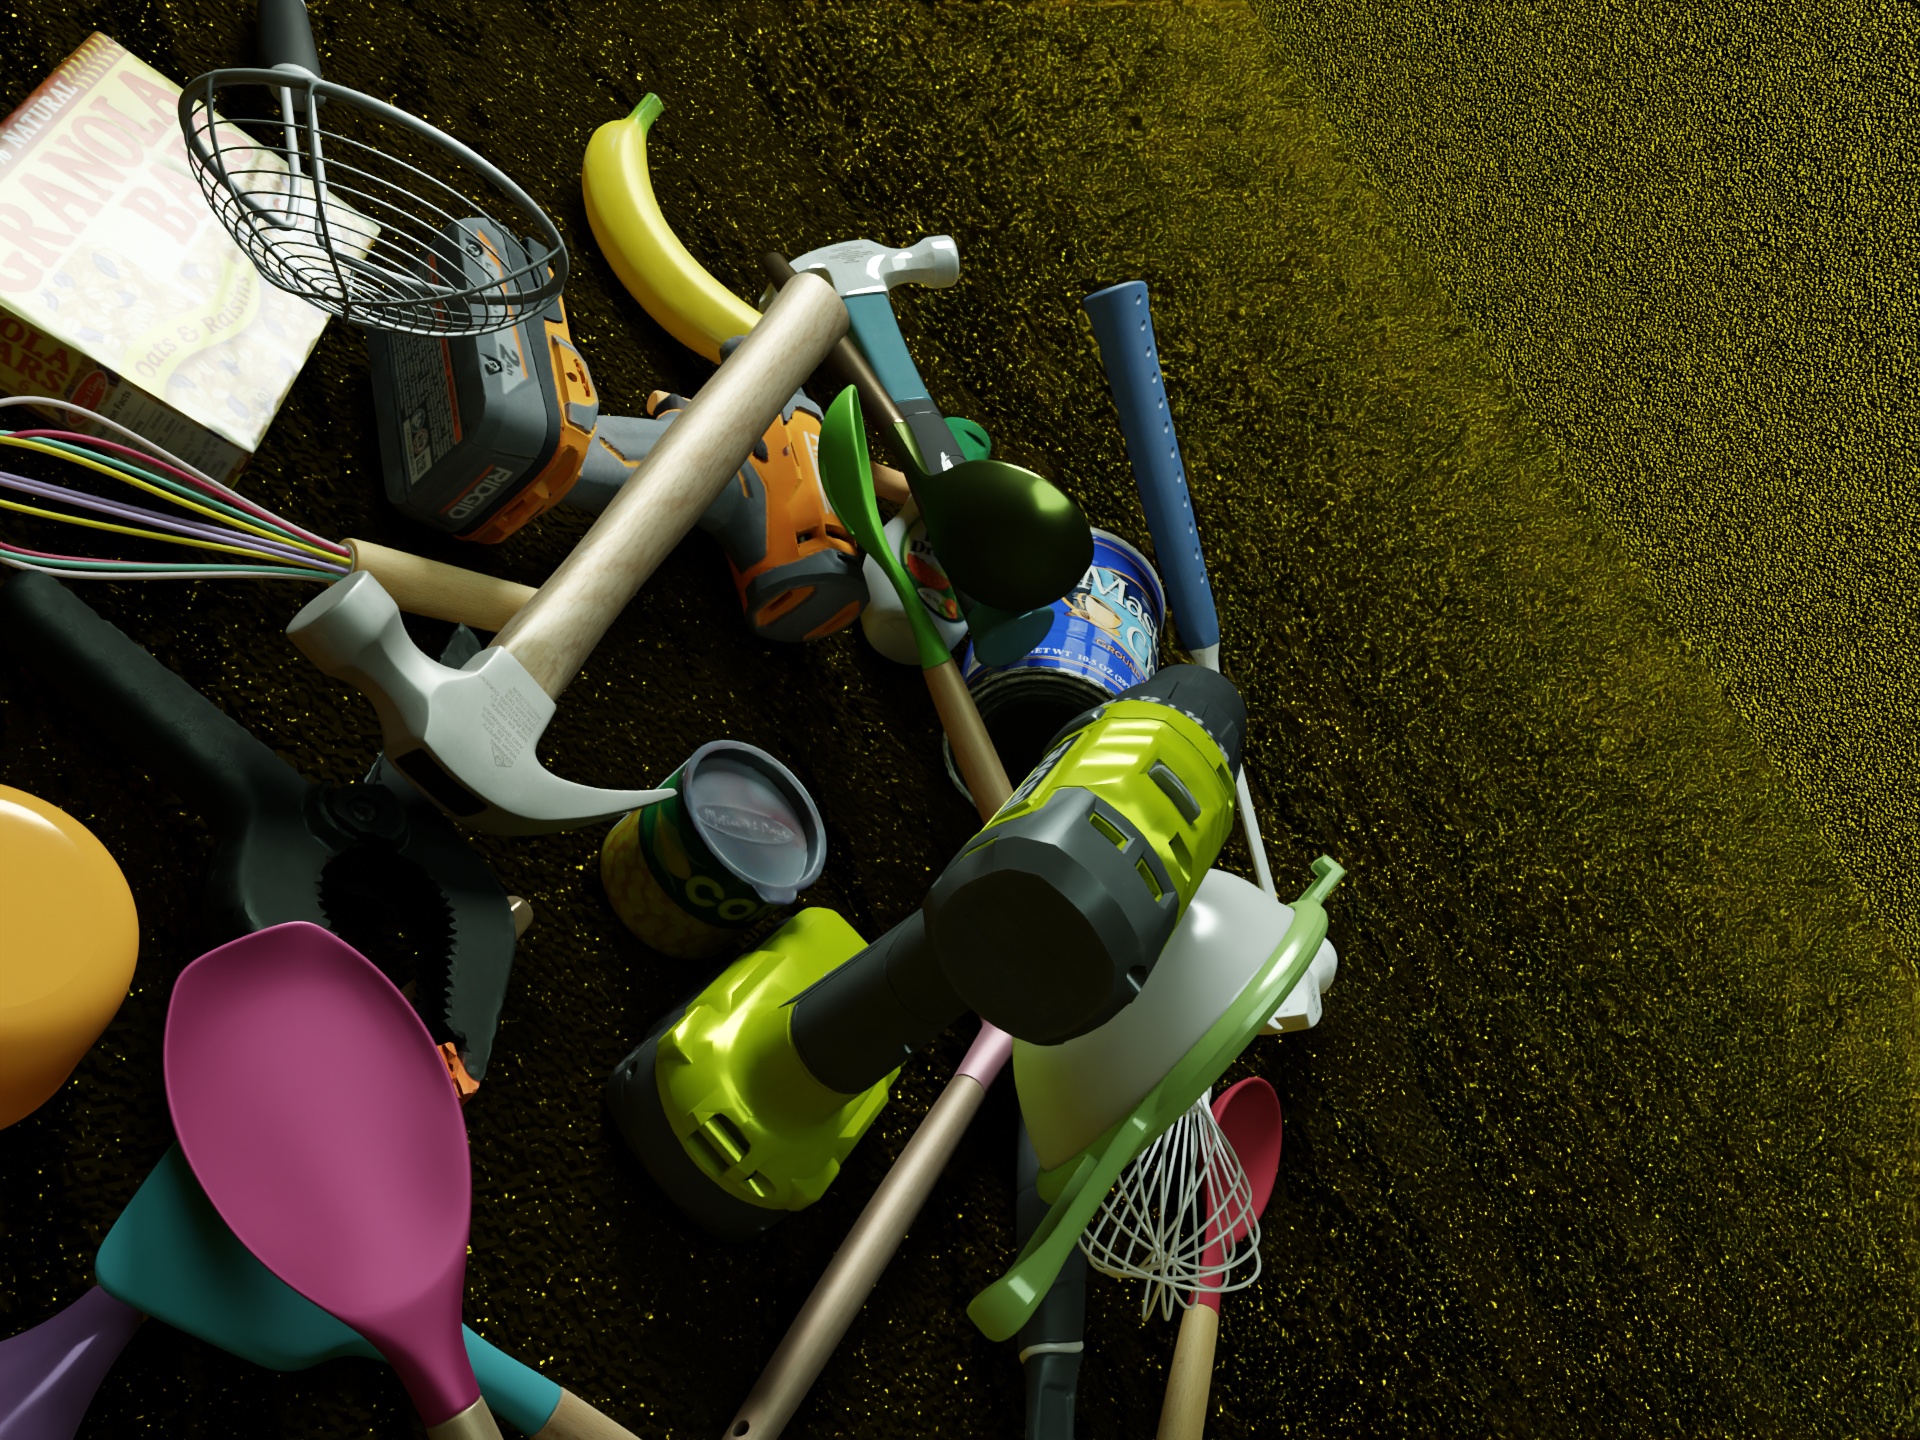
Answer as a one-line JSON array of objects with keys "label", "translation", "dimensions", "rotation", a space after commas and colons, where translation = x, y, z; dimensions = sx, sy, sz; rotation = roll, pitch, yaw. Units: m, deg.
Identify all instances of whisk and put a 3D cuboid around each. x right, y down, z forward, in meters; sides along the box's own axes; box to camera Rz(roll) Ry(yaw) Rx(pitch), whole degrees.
[{"label": "whisk", "translation": [-0.235, -0.059, 0.559], "dimensions": [0.244, 0.047, 0.051], "rotation": [15, 39, -49]}, {"label": "whisk", "translation": [0.098, 0.172, 0.689], "dimensions": [0.070, 0.070, 0.284], "rotation": [51, 14, 0]}]

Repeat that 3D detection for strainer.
[{"label": "strainer", "translation": [0.042, 0.117, 0.553], "dimensions": [0.069, 0.151, 0.256], "rotation": [45, 27, 7]}]

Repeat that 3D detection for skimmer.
[{"label": "skimmer", "translation": [-0.239, -0.249, 0.619], "dimensions": [0.127, 0.090, 0.364], "rotation": [26, 23, -40]}]

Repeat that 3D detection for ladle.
[{"label": "ladle", "translation": [0.098, 0.269, 0.661], "dimensions": [0.069, 0.031, 0.316], "rotation": [66, 28, -24]}, {"label": "ladle", "translation": [-0.030, -0.161, 0.788], "dimensions": [0.321, 0.062, 0.078], "rotation": [58, -7, 41]}]

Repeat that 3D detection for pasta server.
[{"label": "pasta server", "translation": [-0.010, 0.154, 0.612], "dimensions": [0.316, 0.060, 0.040], "rotation": [-49, 130, -51]}]

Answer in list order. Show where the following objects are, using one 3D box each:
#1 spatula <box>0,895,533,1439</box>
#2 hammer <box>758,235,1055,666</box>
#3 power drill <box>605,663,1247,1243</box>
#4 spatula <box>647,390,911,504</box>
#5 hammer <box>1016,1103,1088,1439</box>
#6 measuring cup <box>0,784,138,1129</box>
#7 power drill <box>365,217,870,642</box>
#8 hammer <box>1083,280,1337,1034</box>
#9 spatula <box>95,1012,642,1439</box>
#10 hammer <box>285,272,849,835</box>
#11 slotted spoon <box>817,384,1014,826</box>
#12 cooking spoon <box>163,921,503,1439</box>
[{"label": "spatula", "translation": [-0.206, 0.134, 0.422], "dimensions": [0.060, 0.018, 0.316], "rotation": [42, 33, -3]}, {"label": "hammer", "translation": [-0.021, -0.154, 0.840], "dimensions": [0.128, 0.033, 0.331], "rotation": [-11, 50, -14]}, {"label": "power drill", "translation": [-0.001, 0.071, 0.545], "dimensions": [0.080, 0.228, 0.190], "rotation": [50, 31, -2]}, {"label": "spatula", "translation": [-0.038, -0.125, 0.901], "dimensions": [0.322, 0.041, 0.081], "rotation": [14, 48, -40]}, {"label": "hammer", "translation": [0.028, 0.243, 0.574], "dimensions": [0.149, 0.036, 0.409], "rotation": [44, 28, -25]}, {"label": "measuring cup", "translation": [-0.285, 0.027, 0.396], "dimensions": [0.173, 0.052, 0.095], "rotation": [47, 32, -10]}, {"label": "power drill", "translation": [-0.143, -0.134, 0.713], "dimensions": [0.226, 0.084, 0.164], "rotation": [16, 51, -49]}, {"label": "hammer", "translation": [0.132, -0.029, 0.842], "dimensions": [0.144, 0.035, 0.405], "rotation": [-29, 104, -69]}, {"label": "spatula", "translation": [-0.096, 0.214, 0.457], "dimensions": [0.317, 0.044, 0.082], "rotation": [43, 44, -15]}, {"label": "hammer", "translation": [-0.113, -0.084, 0.616], "dimensions": [0.130, 0.031, 0.331], "rotation": [54, 38, -25]}, {"label": "slotted spoon", "translation": [-0.001, -0.002, 0.737], "dimensions": [0.070, 0.031, 0.313], "rotation": [-87, 154, -80]}, {"label": "cooking spoon", "translation": [-0.120, 0.201, 0.409], "dimensions": [0.069, 0.017, 0.319], "rotation": [-23, 87, -46]}]
